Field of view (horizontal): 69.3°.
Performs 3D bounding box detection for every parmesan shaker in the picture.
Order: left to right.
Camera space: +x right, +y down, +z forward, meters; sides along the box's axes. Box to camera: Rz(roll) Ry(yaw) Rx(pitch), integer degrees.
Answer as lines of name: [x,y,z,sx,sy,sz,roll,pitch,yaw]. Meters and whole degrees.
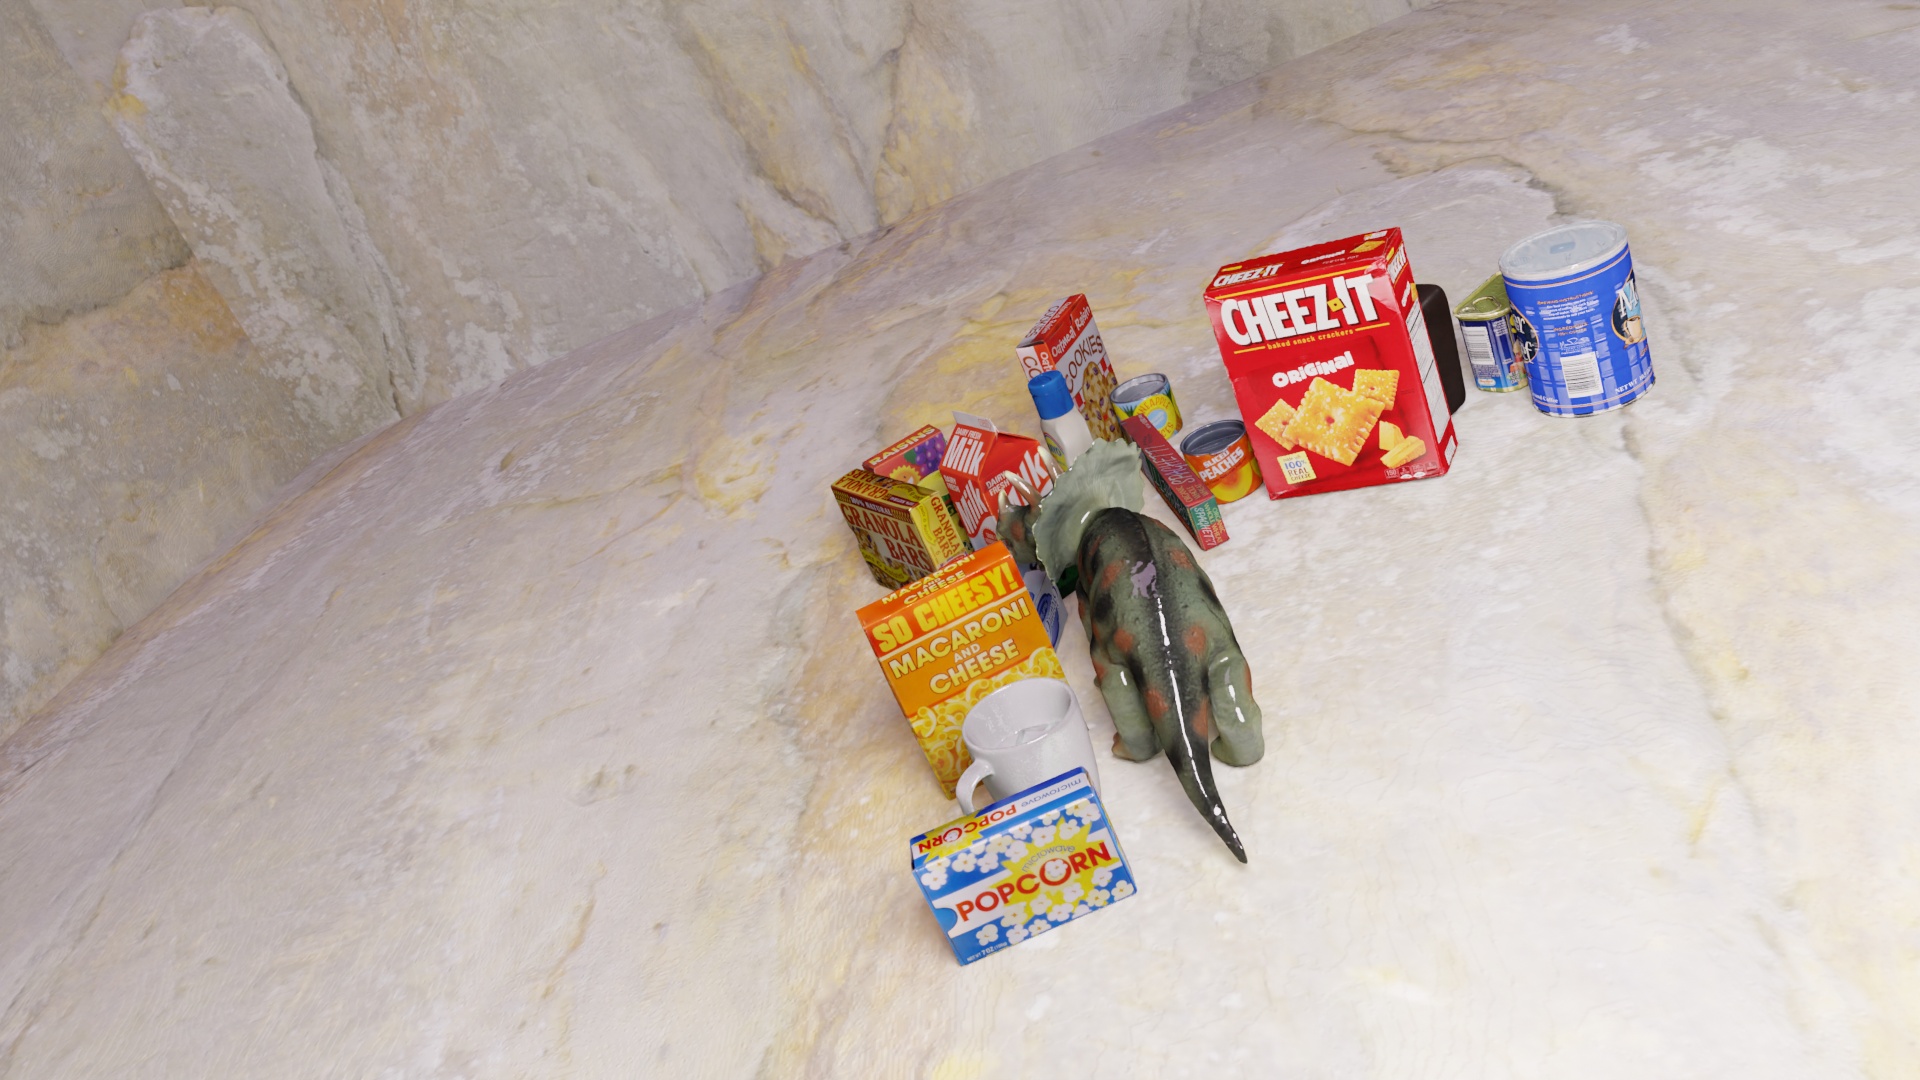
parmesan shaker: [0.005,-0.017,1.375,0.071,0.102,0.071,-20,24,10]

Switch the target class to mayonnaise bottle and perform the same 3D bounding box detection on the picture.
mayonnaise bottle: [0.109,-0.098,1.390,0.041,0.147,0.065,-29,24,-11]

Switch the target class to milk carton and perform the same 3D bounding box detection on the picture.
milk carton: [0.044,-0.033,1.264,0.074,0.190,0.072,-34,26,-21]

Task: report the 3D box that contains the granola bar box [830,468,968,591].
granola bar box: [-0.054,0.000,1.368,0.039,0.123,0.165,-35,26,-22]

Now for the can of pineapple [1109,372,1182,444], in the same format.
can of pineapple: [0.202,-0.140,1.502,0.071,0.057,0.071,-20,24,9]

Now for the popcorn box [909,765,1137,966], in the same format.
popcorn box: [0.041,0.210,0.898,0.127,0.085,0.038,-23,24,1]

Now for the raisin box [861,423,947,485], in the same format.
raisin box: [-0.038,-0.046,1.449,0.086,0.123,0.040,-31,25,-14]

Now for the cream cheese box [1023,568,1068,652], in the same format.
cream cheese box: [0.065,0.073,1.196,0.024,0.053,0.104,-13,26,23]

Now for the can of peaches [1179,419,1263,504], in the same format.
can of peaches: [0.249,-0.073,1.322,0.071,0.058,0.071,-20,24,9]

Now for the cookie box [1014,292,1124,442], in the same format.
cookie box: [0.126,-0.163,1.485,0.040,0.167,0.123,-9,28,32]

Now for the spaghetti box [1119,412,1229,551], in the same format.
spaghetti box: [0.204,-0.061,1.349,0.029,0.050,0.251,-24,24,1]

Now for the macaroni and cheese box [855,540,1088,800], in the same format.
macaroni and cheese box: [0.010,0.099,1.055,0.124,0.166,0.040,-26,24,-5]
